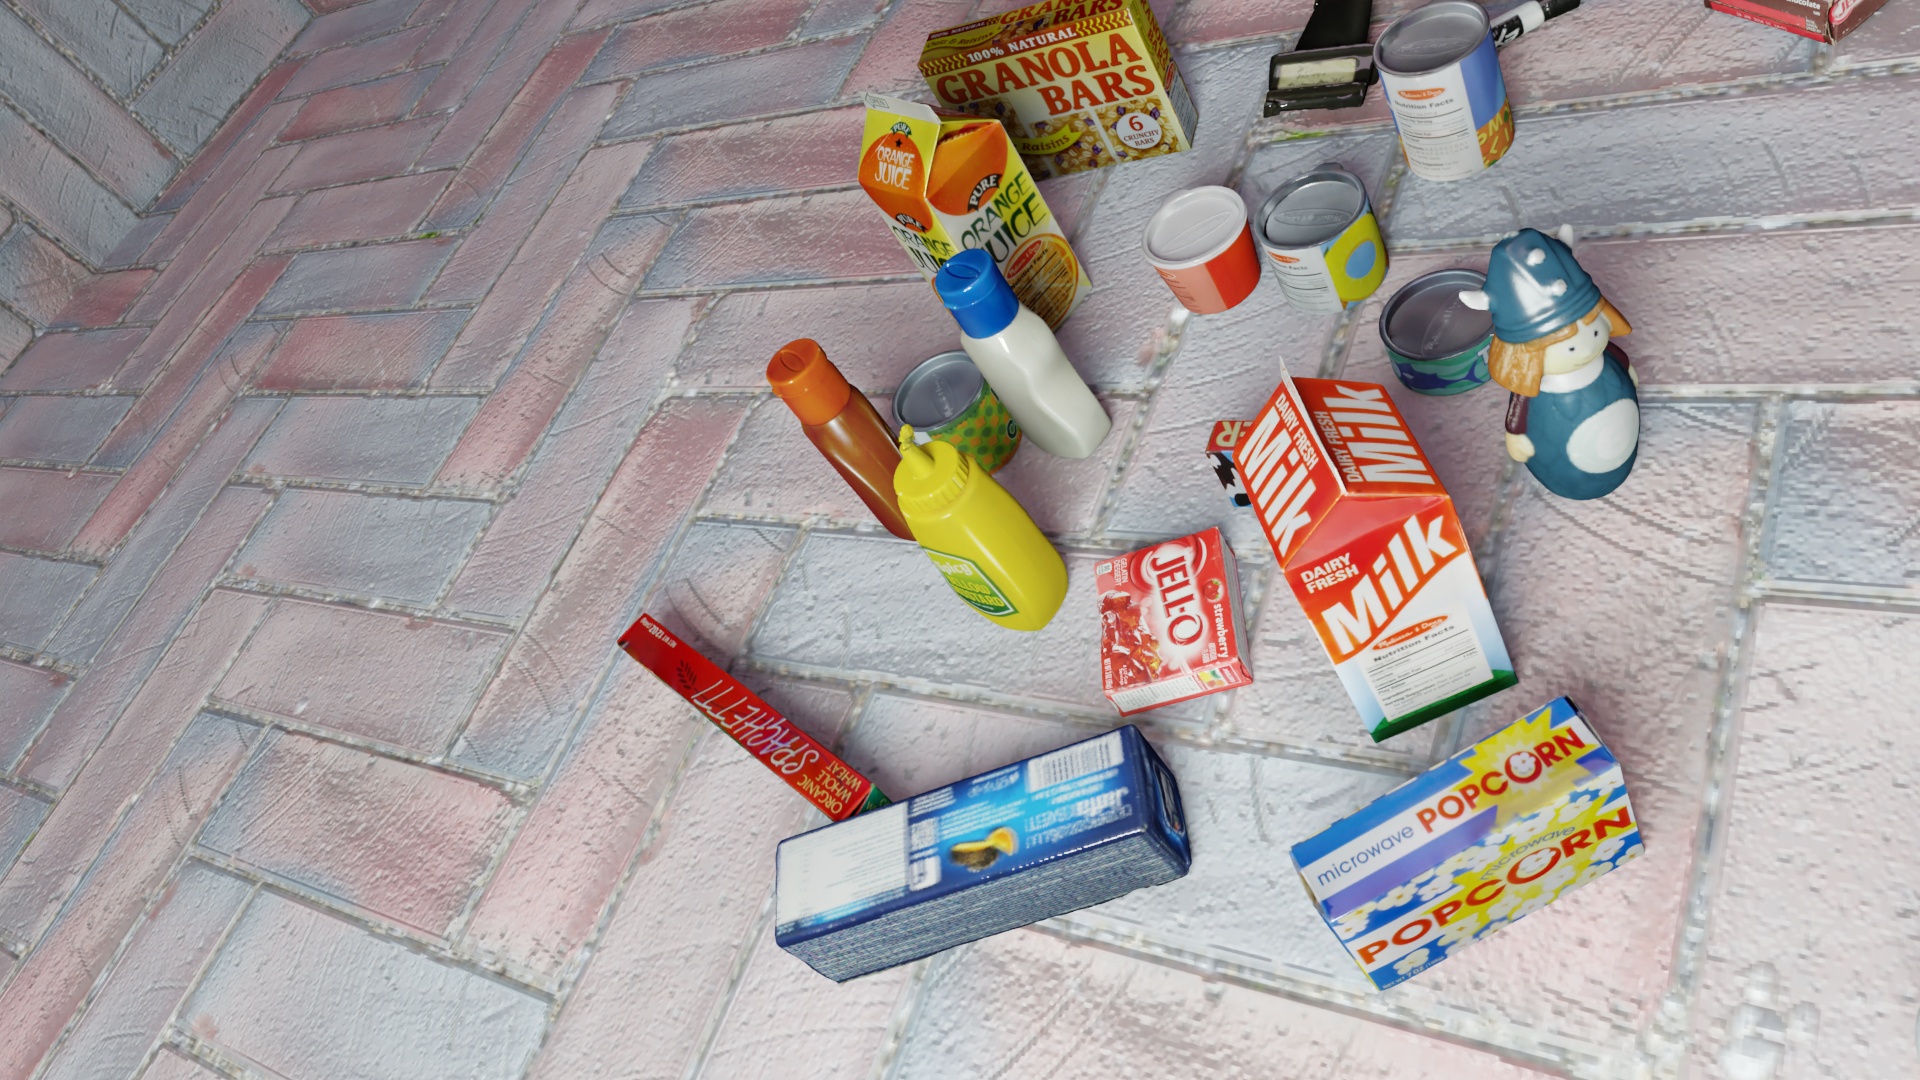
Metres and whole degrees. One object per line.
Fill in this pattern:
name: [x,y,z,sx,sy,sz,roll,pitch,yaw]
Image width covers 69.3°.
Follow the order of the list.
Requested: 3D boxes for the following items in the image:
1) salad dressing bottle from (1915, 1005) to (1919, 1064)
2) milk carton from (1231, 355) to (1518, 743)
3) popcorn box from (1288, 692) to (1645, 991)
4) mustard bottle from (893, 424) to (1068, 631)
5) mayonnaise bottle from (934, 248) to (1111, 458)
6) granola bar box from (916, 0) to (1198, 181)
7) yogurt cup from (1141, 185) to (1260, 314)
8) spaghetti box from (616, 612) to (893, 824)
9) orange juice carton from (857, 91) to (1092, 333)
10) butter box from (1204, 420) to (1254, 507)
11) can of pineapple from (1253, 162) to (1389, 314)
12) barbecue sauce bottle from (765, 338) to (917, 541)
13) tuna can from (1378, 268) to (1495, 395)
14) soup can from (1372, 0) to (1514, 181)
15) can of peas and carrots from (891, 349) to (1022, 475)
salad dressing bottle: [0.328,0.145,0.420,0.064,0.147,0.044,-1,55,33]
milk carton: [0.177,0.003,0.605,0.073,0.190,0.073,-26,45,13]
popcorn box: [0.205,0.125,0.562,0.126,0.085,0.038,-32,44,7]
mustard bottle: [0.003,-0.009,0.751,0.065,0.159,0.049,13,64,40]
mayonnaise bottle: [0.035,-0.109,0.820,0.065,0.147,0.041,25,72,44]
granola bar box: [0.070,-0.321,0.990,0.165,0.124,0.039,-3,54,32]
yogurt cup: [0.154,-0.179,0.869,0.072,0.053,0.073,-18,47,21]
spaghetti box: [-0.120,0.110,0.813,0.250,0.050,0.029,27,73,44]
orange juice carton: [0.003,-0.210,0.892,0.073,0.192,0.072,-50,45,-11]
butter box: [0.187,-0.040,0.733,0.103,0.053,0.024,3,57,35]
can of pineapple: [0.216,-0.178,0.824,0.071,0.057,0.071,-18,47,21]
barbecue sauce bottle: [-0.064,-0.061,0.845,0.044,0.148,0.065,-43,44,-4]
tuna can: [0.267,-0.113,0.755,0.071,0.032,0.071,-18,47,21]
soup can: [0.291,-0.270,0.832,0.071,0.083,0.072,-18,47,21]
can of peas and carrots: [0.001,-0.079,0.883,0.071,0.058,0.071,-18,47,21]
